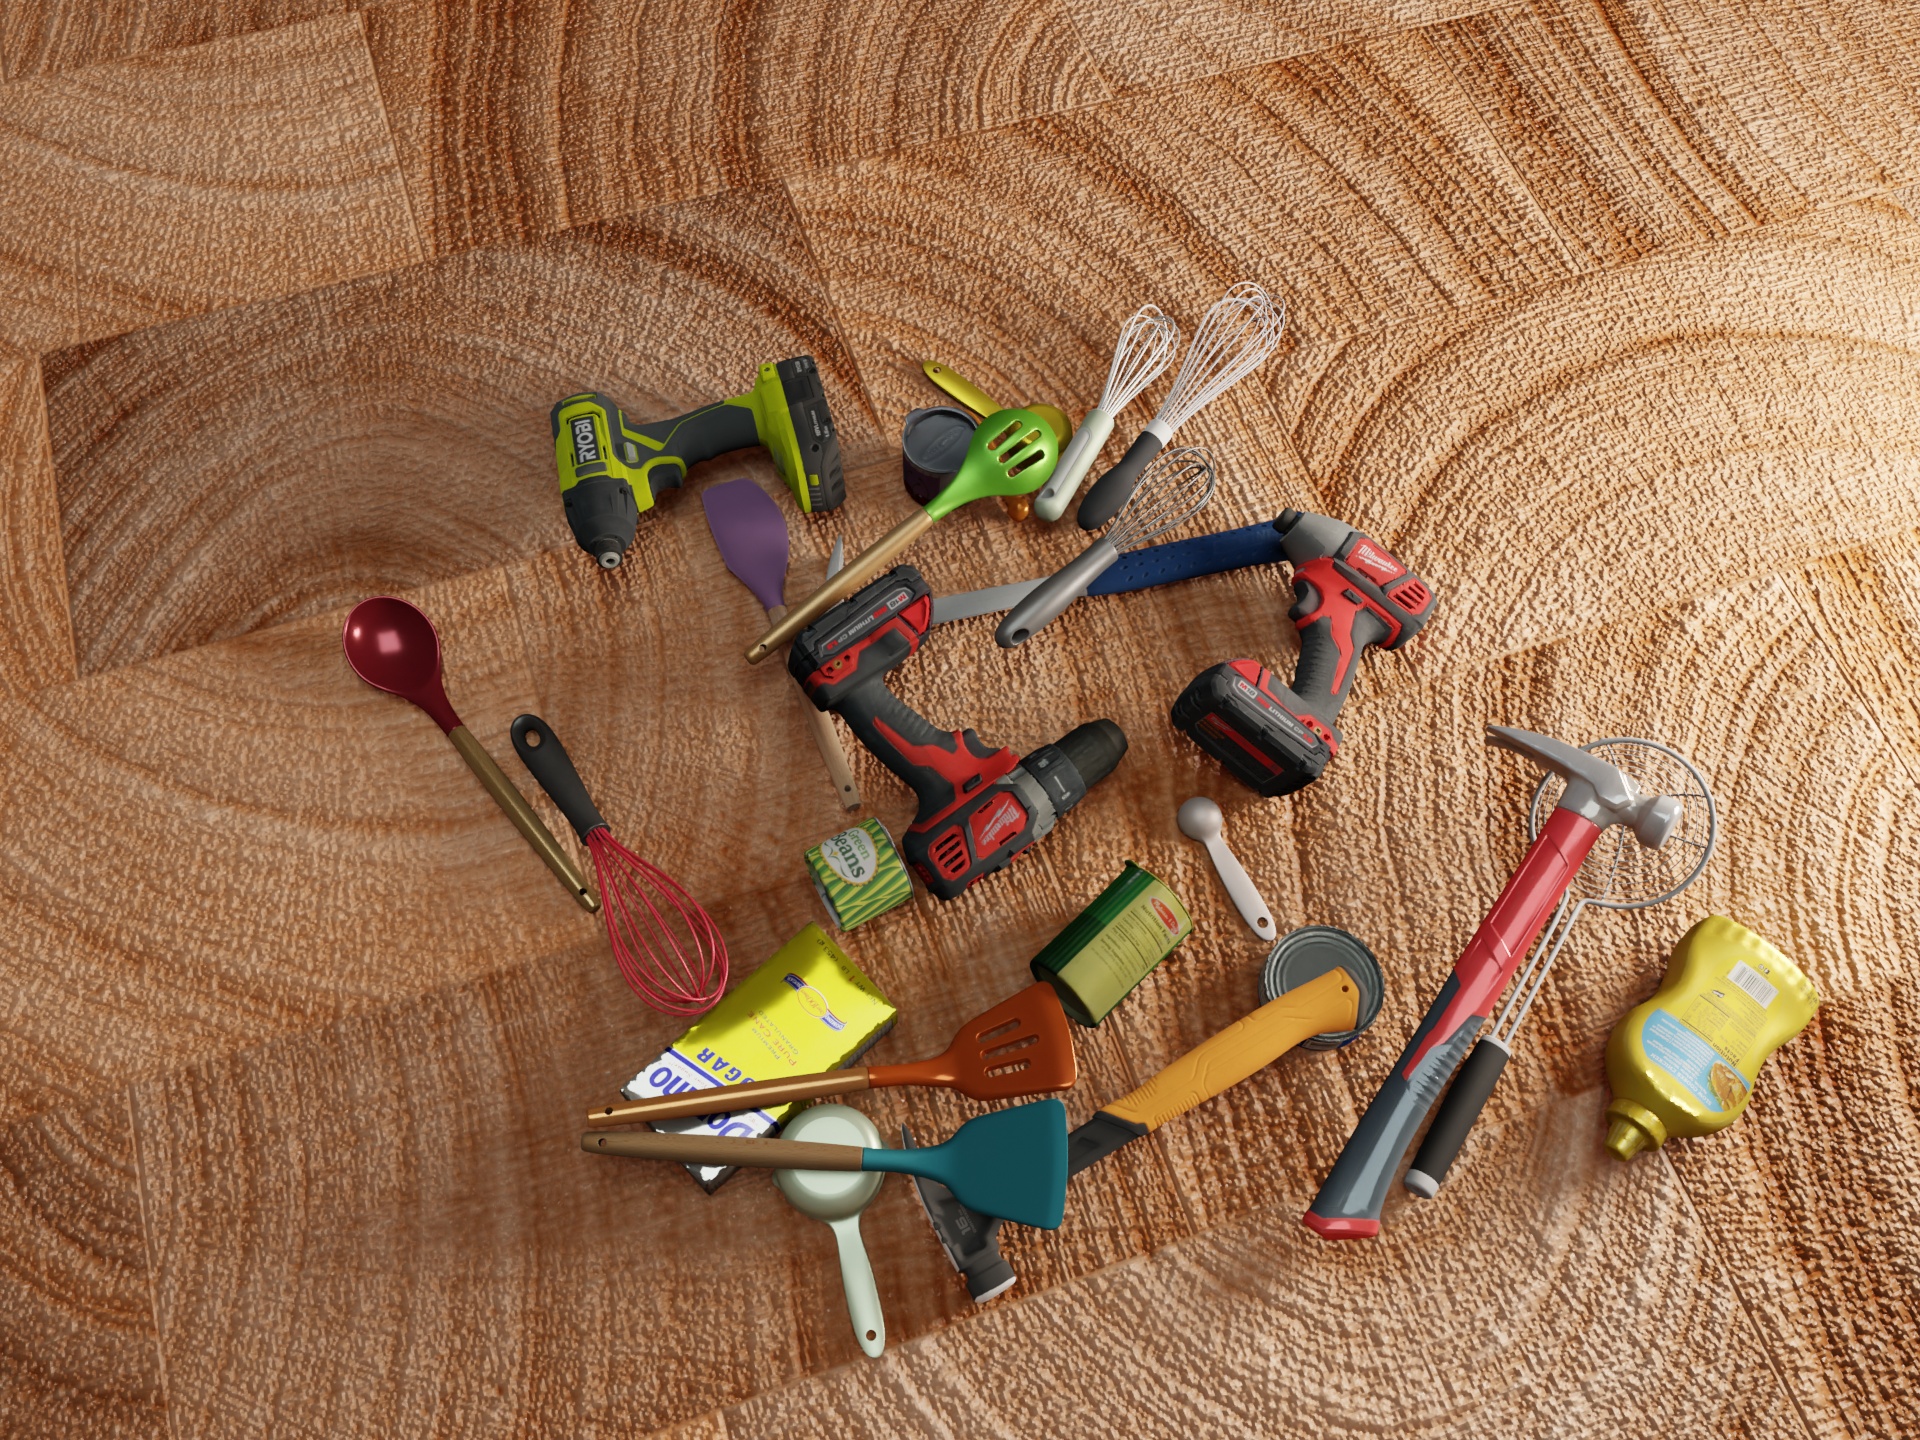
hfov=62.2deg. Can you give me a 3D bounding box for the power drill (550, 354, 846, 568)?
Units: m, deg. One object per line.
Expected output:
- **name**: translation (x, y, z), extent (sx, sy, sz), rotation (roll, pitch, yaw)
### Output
- **power drill**: translation (-0.213, -0.209, 1.290), extent (0.223, 0.080, 0.171), rotation (-14, 55, -6)

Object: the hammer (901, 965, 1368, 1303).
- **hammer**: translation (0.126, 0.256, 1.086), extent (0.337, 0.034, 0.127), rotation (-28, 69, -6)

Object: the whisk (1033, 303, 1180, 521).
- **whisk**: translation (0.121, -0.259, 1.336), extent (0.058, 0.059, 0.246), rotation (7, 55, 37)

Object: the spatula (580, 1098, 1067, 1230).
- **spatula**: translation (-0.090, 0.283, 1.041), extent (0.317, 0.044, 0.082), rotation (3, 72, -2)

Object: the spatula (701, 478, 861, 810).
- **spatula**: translation (-0.136, -0.067, 1.264), extent (0.060, 0.018, 0.316), rotation (-18, 65, -11)

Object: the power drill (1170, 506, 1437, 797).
- **power drill**: translation (0.264, -0.061, 1.230), extent (0.143, 0.078, 0.220), rotation (39, 65, -2)

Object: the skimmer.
- **skimmer**: translation (0.413, 0.173, 1.125), extent (0.127, 0.090, 0.363), rotation (32, 68, 14)

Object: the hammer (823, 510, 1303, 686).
- **hammer**: translation (0.086, -0.116, 1.284), extent (0.405, 0.035, 0.144), rotation (-12, 66, -8)

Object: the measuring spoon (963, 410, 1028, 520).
- **measuring spoon**: translation (0.025, -0.216, 1.337), extent (0.021, 0.011, 0.117), rotation (-40, 66, 29)

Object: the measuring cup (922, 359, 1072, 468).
- **measuring cup**: translation (0.029, -0.271, 1.360), extent (0.156, 0.029, 0.062), rotation (37, 69, 13)

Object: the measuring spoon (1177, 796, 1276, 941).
- **measuring spoon**: translation (0.203, 0.109, 1.190), extent (0.034, 0.018, 0.124), rotation (-23, 68, -13)

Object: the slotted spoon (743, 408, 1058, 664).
- **slotted spoon**: translation (-0.044, -0.144, 1.252), extent (0.314, 0.031, 0.070), rotation (-40, 94, -11)

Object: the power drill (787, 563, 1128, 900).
- **power drill**: translation (-0.002, -0.004, 1.184), extent (0.188, 0.080, 0.227), rotation (-35, 86, -13)

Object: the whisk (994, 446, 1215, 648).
- **whisk**: translation (0.115, -0.136, 1.251), extent (0.239, 0.055, 0.055), rotation (-42, 72, -15)

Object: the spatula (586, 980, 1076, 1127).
- **spatula**: translation (-0.086, 0.238, 1.062), extent (0.322, 0.041, 0.081), rotation (-6, 54, -11)

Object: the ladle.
- **ladle**: translation (-0.368, 0.026, 1.208), extent (0.069, 0.031, 0.316), rotation (-38, 73, -15)

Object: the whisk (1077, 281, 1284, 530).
- **whisk**: translation (0.184, -0.266, 1.353), extent (0.070, 0.070, 0.285), rotation (35, 73, 14)

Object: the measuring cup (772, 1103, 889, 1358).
- **measuring cup**: translation (-0.077, 0.337, 1.060), extent (0.083, 0.038, 0.168), rotation (-13, 63, -8)

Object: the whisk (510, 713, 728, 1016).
- **whisk**: translation (-0.256, 0.097, 1.154), extent (0.073, 0.073, 0.296), rotation (-31, 60, -15)

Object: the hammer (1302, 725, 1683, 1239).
- **hammer**: translation (0.339, 0.183, 1.105), extent (0.143, 0.038, 0.386), rotation (30, 78, 28)
